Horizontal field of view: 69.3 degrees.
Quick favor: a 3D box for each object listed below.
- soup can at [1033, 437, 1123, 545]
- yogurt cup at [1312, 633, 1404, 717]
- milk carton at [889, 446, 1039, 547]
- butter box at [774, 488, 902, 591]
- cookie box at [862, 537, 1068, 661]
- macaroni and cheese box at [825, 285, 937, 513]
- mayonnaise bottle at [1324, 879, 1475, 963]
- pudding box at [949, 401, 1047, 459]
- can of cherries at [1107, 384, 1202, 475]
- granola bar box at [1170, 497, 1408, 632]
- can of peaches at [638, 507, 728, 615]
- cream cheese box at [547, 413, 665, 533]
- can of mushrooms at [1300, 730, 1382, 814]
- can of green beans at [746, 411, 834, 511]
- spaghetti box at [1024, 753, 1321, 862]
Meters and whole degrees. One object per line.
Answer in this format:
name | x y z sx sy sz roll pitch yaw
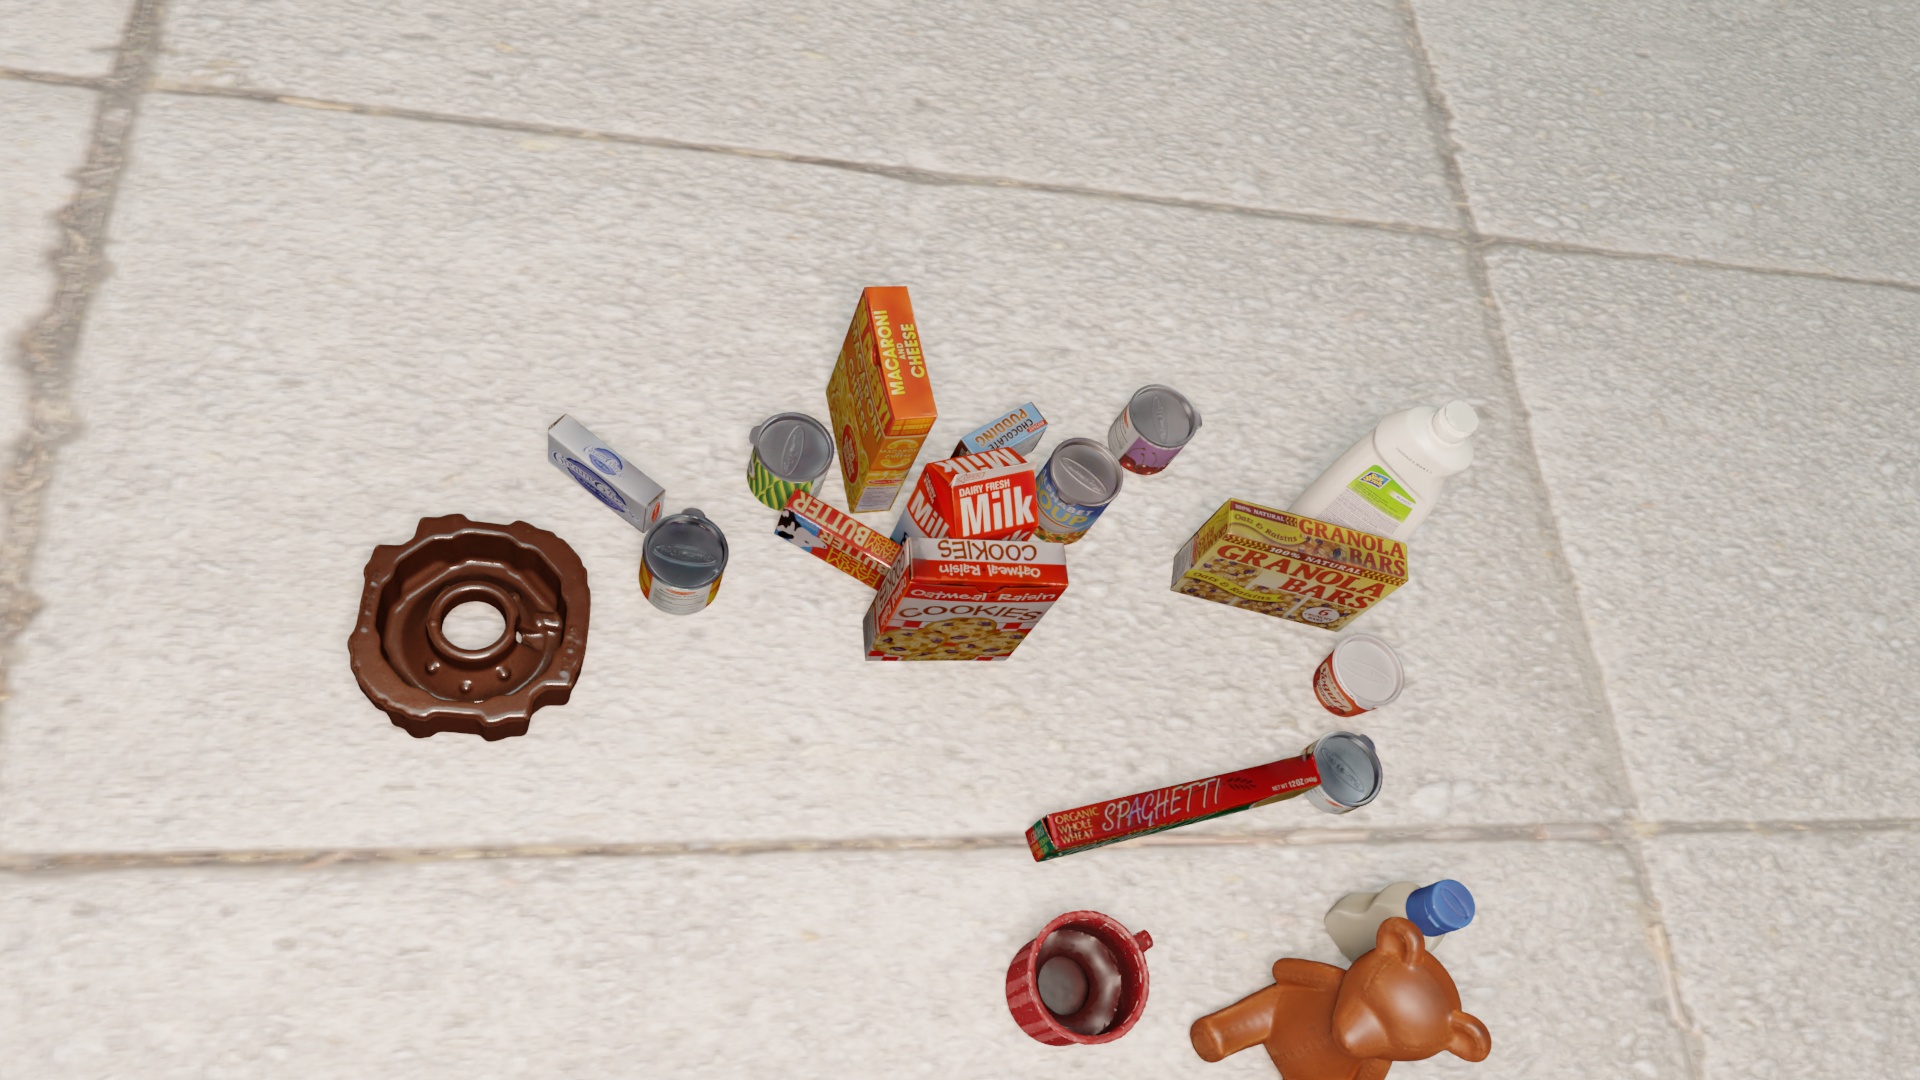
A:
soup can | 0.094 -0.040 1.209 0.071 0.083 0.071 7 63 -14
yogurt cup | 0.347 0.122 1.223 0.072 0.053 0.072 7 63 -14
milk carton | 0.004 -0.014 1.107 0.072 0.189 0.073 -12 69 -22
butter box | -0.100 0.000 1.148 0.103 0.053 0.024 29 60 -1
cookie box | 0.000 0.051 1.088 0.123 0.166 0.040 2 65 -16
macaroni and cheese box | -0.069 -0.113 1.148 0.040 0.165 0.124 -5 67 -19
mayonnaise bottle | 0.344 0.297 1.082 0.041 0.147 0.065 -35 79 -28
pudding box | 0.033 -0.085 1.232 0.084 0.049 0.030 -30 77 -27
can of cherries | 0.178 -0.100 1.278 0.071 0.058 0.072 7 63 -14
granola bar box | 0.284 0.023 1.212 0.166 0.123 0.039 14 62 -10
can of peaches | -0.219 0.017 1.101 0.071 0.057 0.071 7 63 -14
cream cheese box | -0.286 -0.053 1.118 0.104 0.053 0.024 37 61 3
can of mushrooms | 0.326 0.198 1.190 0.071 0.033 0.071 7 63 -14
can of green beans | -0.143 -0.065 1.164 0.071 0.057 0.071 7 63 -14
spaghetti box | 0.174 0.216 1.127 0.251 0.050 0.029 -9 68 -21
